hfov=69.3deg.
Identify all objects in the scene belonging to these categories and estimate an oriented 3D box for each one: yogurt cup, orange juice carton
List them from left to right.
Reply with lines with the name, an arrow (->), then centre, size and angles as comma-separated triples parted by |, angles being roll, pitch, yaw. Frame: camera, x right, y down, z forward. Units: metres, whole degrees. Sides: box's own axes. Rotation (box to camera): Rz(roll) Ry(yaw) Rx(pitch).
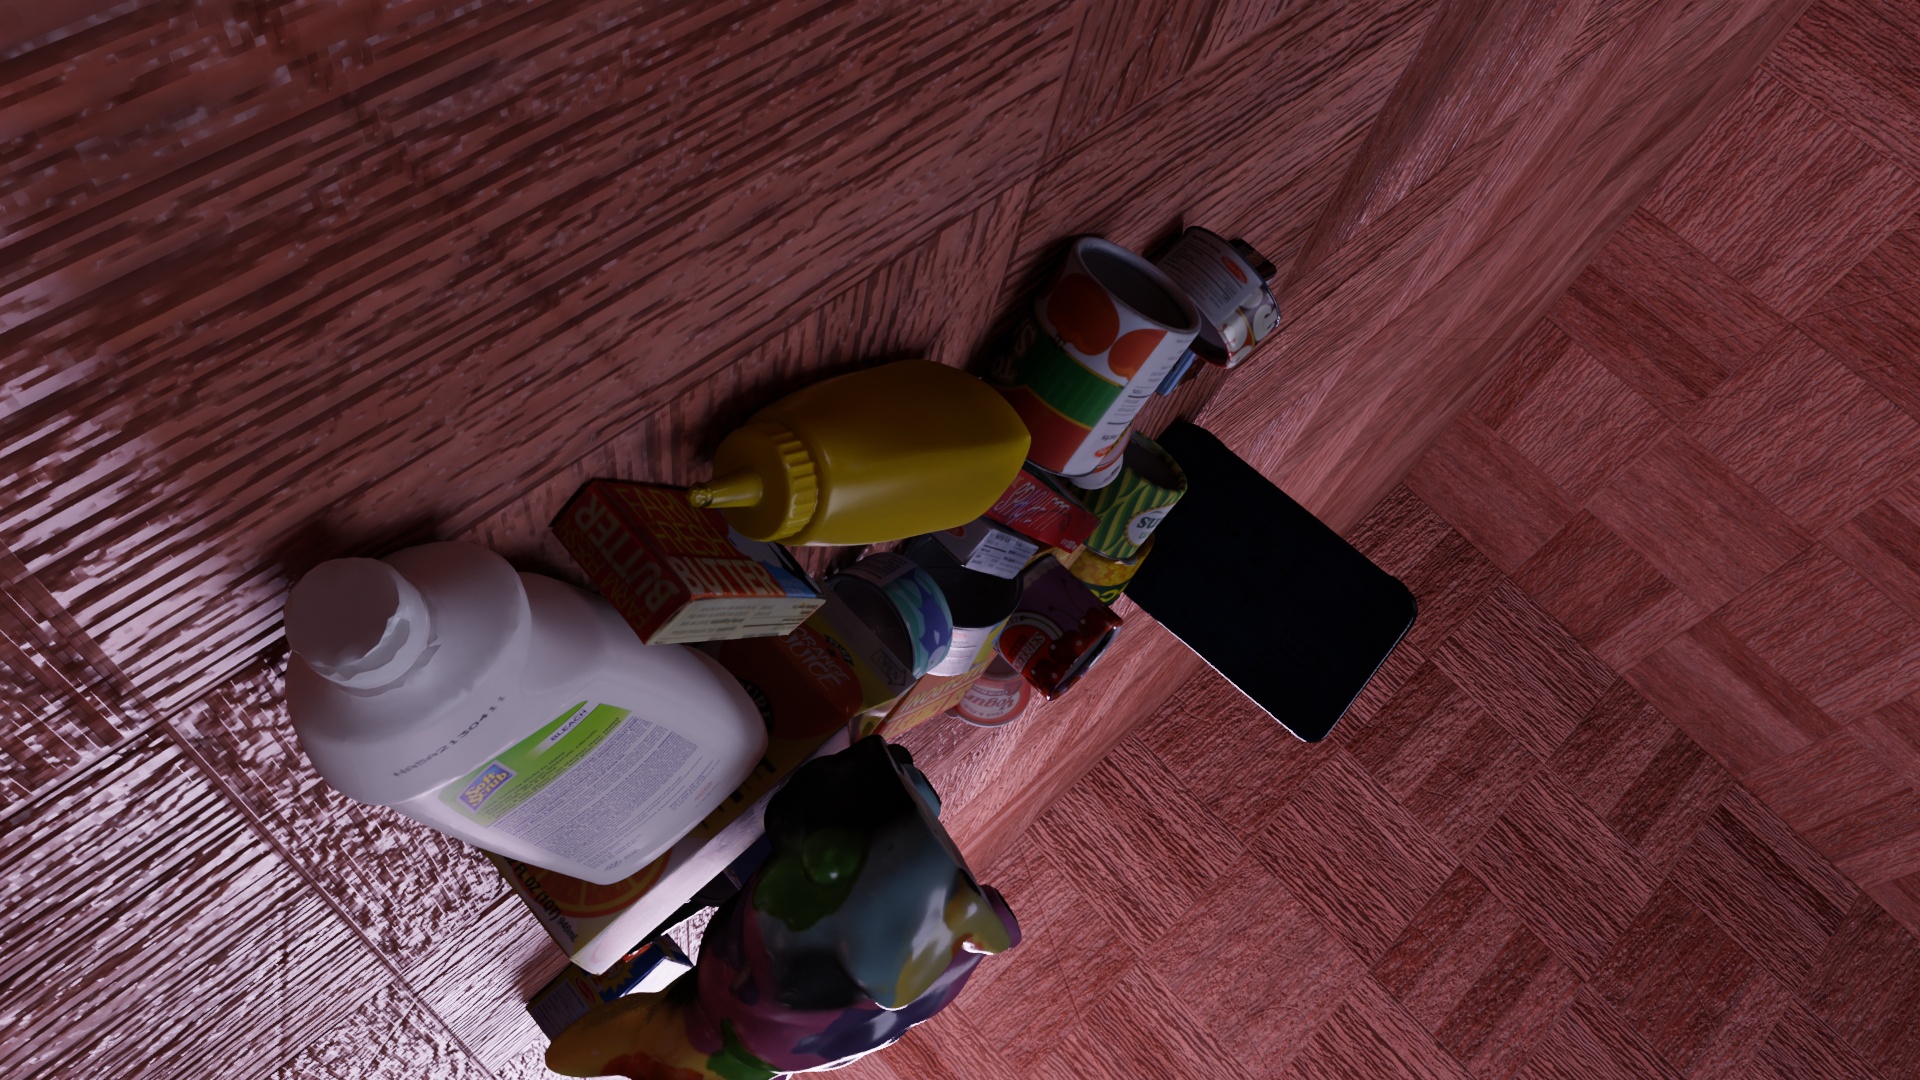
orange juice carton -> -0.114, 0.100, 0.627 | 0.193, 0.072, 0.072 | -40, 165, -18
yogurt cup -> 0.022, 0.093, 1.002 | 0.073, 0.072, 0.053 | -36, 155, -32

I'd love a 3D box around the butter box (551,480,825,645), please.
butter box -> -0.089, 0.008, 0.477 | 0.024, 0.053, 0.103 | -45, 165, 12

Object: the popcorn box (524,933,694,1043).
popcorn box -> -0.229, 0.298, 0.926 | 0.085, 0.038, 0.126 | -40, 165, -14

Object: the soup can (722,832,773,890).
soup can -> -0.110, 0.137, 0.716 | 0.071, 0.084, 0.071 | -41, 165, -14

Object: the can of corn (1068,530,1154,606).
can of corn -> 0.089, 0.006, 0.934 | 0.071, 0.071, 0.058 | -34, 161, -36

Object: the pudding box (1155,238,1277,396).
pudding box -> 0.134, -0.124, 0.775 | 0.050, 0.030, 0.083 | -31, 160, -46

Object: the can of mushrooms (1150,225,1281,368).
can of mushrooms -> 0.123, -0.118, 0.685 | 0.033, 0.071, 0.071 | -43, 165, -4

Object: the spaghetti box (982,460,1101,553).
spaghetti box -> 0.024, -0.029, 0.694 | 0.028, 0.050, 0.250 | -48, 165, 7

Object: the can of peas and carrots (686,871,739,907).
can of peas and carrots -> -0.132, 0.176, 0.799 | 0.071, 0.071, 0.058 | -45, 166, 2

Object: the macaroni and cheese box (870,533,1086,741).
macaroni and cheese box -> 0.002, 0.049, 0.871 | 0.165, 0.040, 0.124 | -52, 163, 25

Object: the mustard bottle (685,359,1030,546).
mustard bottle -> -0.041, -0.028, 0.499 | 0.161, 0.065, 0.048 | -17, 144, -50

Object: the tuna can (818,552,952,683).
tuna can -> -0.037, 0.043, 0.682 | 0.033, 0.071, 0.070 | -30, 160, -45

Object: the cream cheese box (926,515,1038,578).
cream cheese box -> 0.002, -0.009, 0.684 | 0.024, 0.053, 0.104 | -48, 166, 7

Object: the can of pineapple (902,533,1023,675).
can of pineapple -> -0.005, 0.031, 0.750 | 0.071, 0.071, 0.057 | -36, 164, -32

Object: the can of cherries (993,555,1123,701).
can of cherries -> 0.052, 0.053, 0.819 | 0.071, 0.058, 0.071 | -42, 164, -15

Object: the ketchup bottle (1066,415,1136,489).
ketchup bottle -> 0.065, -0.063, 0.729 | 0.065, 0.043, 0.148 | -44, 166, -3

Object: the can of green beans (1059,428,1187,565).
can of green beans -> 0.097, -0.031, 0.858 | 0.057, 0.071, 0.071 | -53, 163, 28

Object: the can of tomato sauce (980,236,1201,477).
can of tomato sauce -> 0.053, -0.081, 0.603 | 0.071, 0.071, 0.082 | -23, 154, -55
